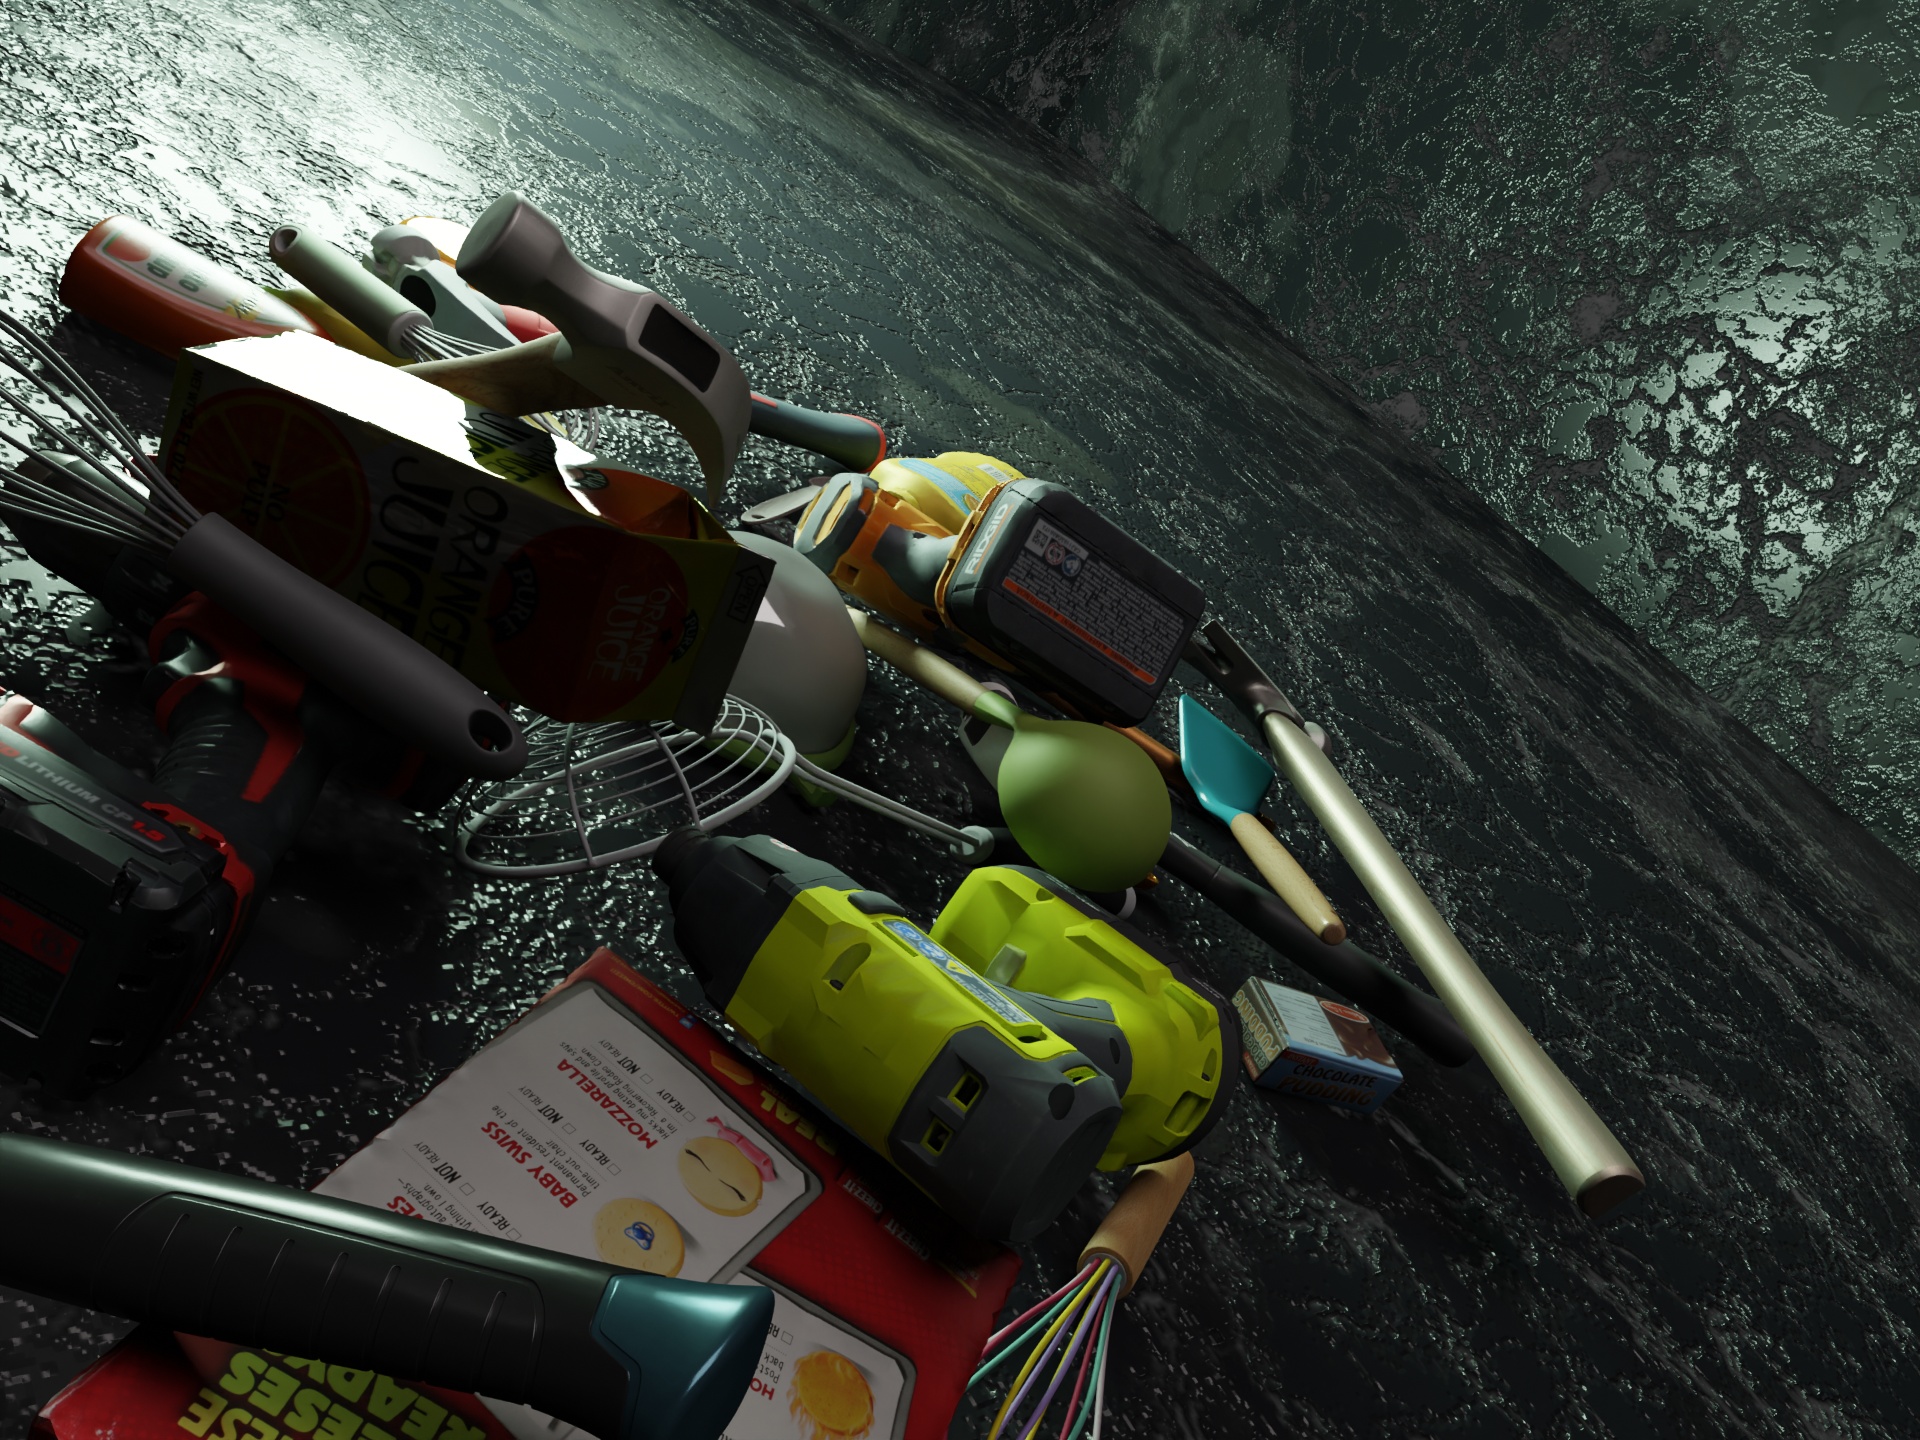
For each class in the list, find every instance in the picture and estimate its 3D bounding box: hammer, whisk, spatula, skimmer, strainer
[{"bbox_3d":[-0.203,0.097,0.322,0.331,0.033,0.128,13,23,0],"label":"hammer"},{"bbox_3d":[0.144,0.092,0.850,0.334,0.035,0.146,34,8,-12],"label":"hammer"},{"bbox_3d":[-0.253,-0.178,0.749,0.246,0.058,0.059,36,-5,26],"label":"whisk"},{"bbox_3d":[0.066,-0.021,0.975,0.322,0.041,0.081,33,37,-9],"label":"spatula"},{"bbox_3d":[0.042,0.207,0.555,0.245,0.051,0.047,-24,97,-66],"label":"whisk"},{"bbox_3d":[0.169,0.056,0.882,0.082,0.044,0.318,39,8,-10],"label":"spatula"},{"bbox_3d":[-0.196,-0.125,0.617,0.331,0.031,0.129,5,-22,48],"label":"hammer"},{"bbox_3d":[-0.156,-0.189,0.942,0.143,0.038,0.386,43,19,27],"label":"hammer"},{"bbox_3d":[-0.041,0.066,0.681,0.127,0.090,0.363,3,-16,42],"label":"skimmer"},{"bbox_3d":[-0.235,-0.052,0.485,0.239,0.055,0.055,36,24,-11],"label":"whisk"},{"bbox_3d":[-0.138,-0.076,0.754,0.256,0.069,0.152,35,25,-18],"label":"strainer"},{"bbox_3d":[0.236,0.093,0.875,0.146,0.038,0.411,41,15,-36],"label":"hammer"}]

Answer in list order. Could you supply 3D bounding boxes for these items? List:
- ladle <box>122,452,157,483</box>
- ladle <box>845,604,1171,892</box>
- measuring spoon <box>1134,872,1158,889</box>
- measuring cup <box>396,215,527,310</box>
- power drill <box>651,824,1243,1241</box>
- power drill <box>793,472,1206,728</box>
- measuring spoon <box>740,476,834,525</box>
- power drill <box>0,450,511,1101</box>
[{"bbox_3d":[-0.238,-0.089,0.736,0.069,0.031,0.315,48,26,18],"label":"ladle"},{"bbox_3d":[-0.001,-0.002,0.777,0.078,0.062,0.320,5,15,-29],"label":"ladle"},{"bbox_3d":[0.057,0.058,0.866,0.117,0.011,0.021,35,11,7],"label":"measuring spoon"},{"bbox_3d":[-0.310,-0.244,0.884,0.095,0.052,0.173,40,23,10],"label":"measuring cup"},{"bbox_3d":[0.003,0.098,0.561,0.171,0.080,0.223,35,6,27],"label":"power drill"},{"bbox_3d":[0.030,-0.057,0.821,0.185,0.084,0.226,32,-6,-28],"label":"power drill"},{"bbox_3d":[-0.102,-0.132,0.997,0.034,0.018,0.124,16,25,21],"label":"measuring spoon"},{"bbox_3d":[-0.264,-0.006,0.501,0.188,0.080,0.227,32,22,-7],"label":"power drill"}]
